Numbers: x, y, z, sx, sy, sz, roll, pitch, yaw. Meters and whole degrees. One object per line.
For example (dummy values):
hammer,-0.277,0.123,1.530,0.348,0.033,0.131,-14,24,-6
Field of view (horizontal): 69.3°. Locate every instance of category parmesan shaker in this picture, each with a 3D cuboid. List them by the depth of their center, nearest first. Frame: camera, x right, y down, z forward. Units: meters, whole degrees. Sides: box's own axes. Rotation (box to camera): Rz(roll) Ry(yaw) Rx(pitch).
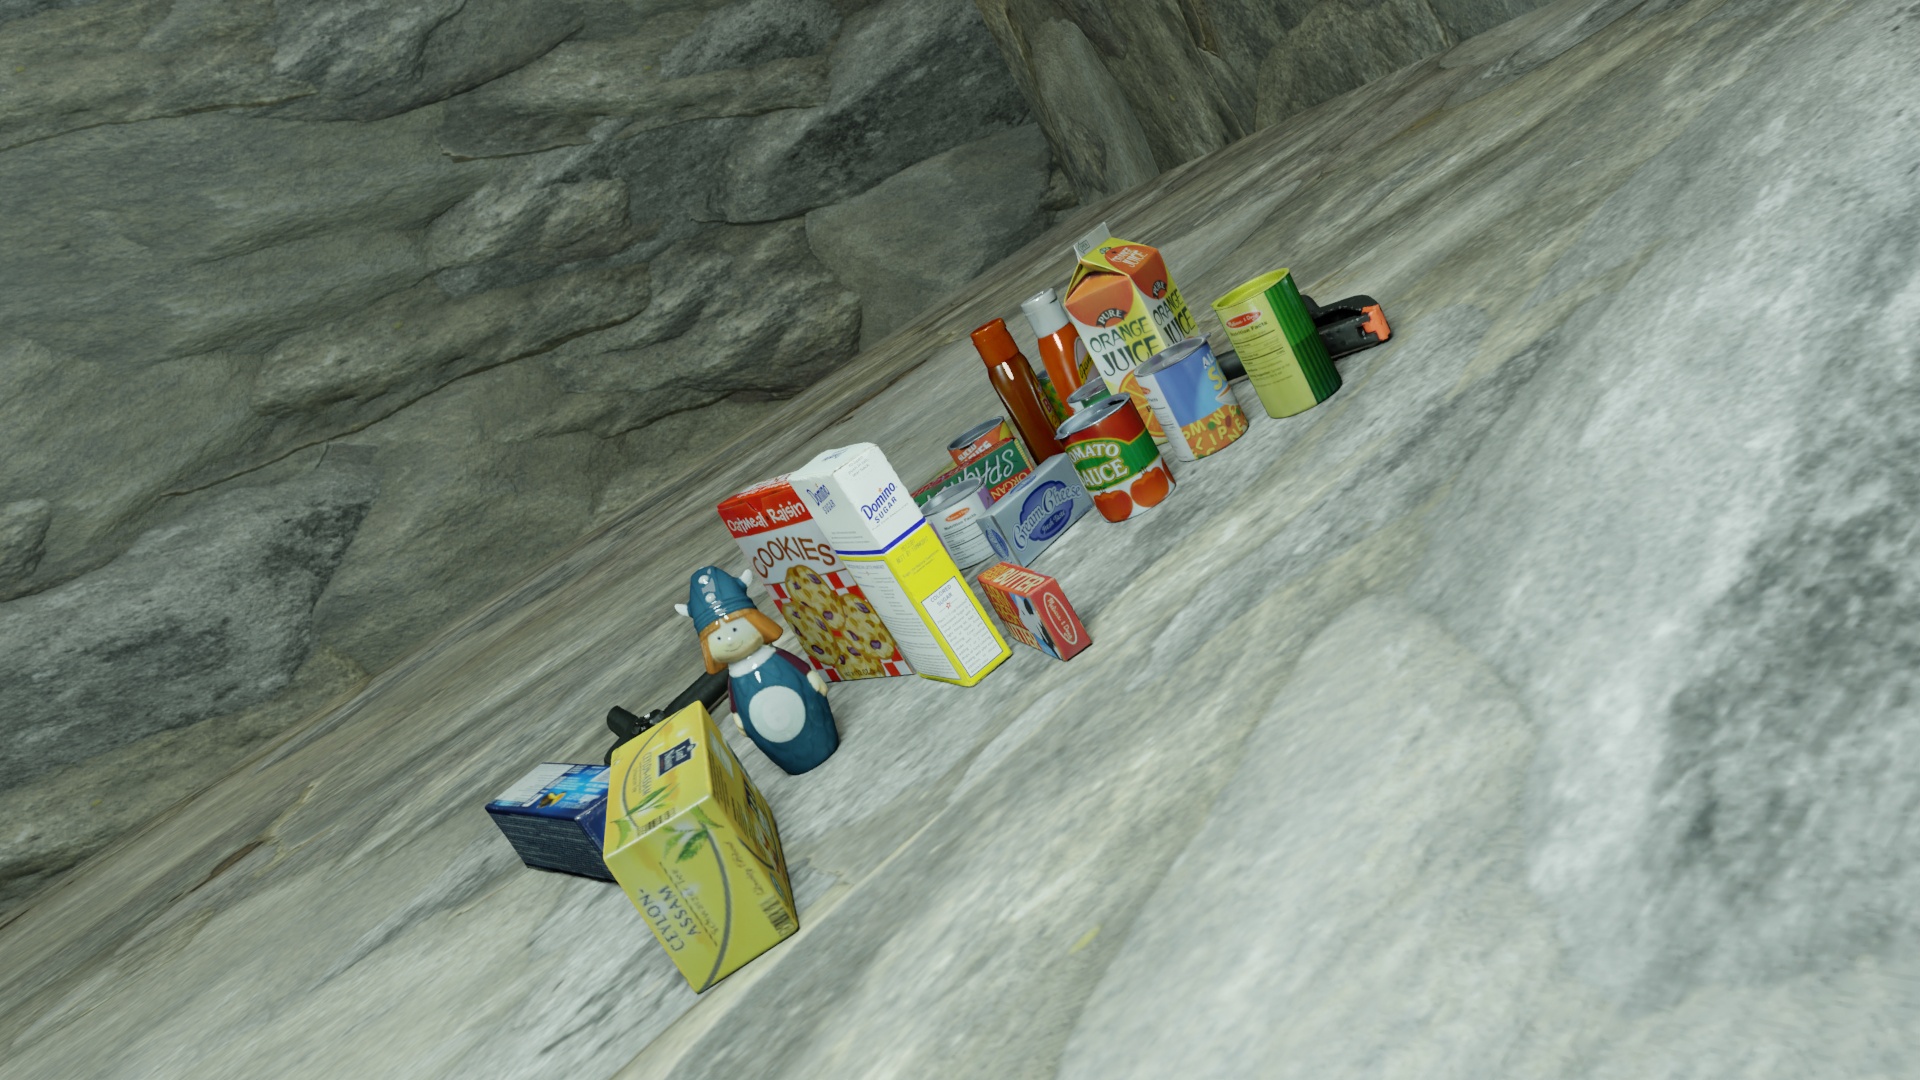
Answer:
parmesan shaker,0.254,-0.158,1.120,0.071,0.103,0.071,-28,14,8

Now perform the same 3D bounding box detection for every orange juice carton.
orange juice carton,0.157,-0.185,1.223,0.073,0.192,0.072,-19,18,39

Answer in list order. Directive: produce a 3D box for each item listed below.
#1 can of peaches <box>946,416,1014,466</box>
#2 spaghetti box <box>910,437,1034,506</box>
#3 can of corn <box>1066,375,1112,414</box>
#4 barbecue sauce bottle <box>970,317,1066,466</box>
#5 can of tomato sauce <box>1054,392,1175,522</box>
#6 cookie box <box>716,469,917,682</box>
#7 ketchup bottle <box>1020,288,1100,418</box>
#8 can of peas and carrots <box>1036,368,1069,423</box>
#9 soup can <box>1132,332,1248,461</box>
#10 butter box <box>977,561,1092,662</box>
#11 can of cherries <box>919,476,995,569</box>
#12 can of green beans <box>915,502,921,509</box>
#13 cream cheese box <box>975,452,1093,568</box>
can of peaches,0.028,-0.084,1.407,0.071,0.058,0.071,-28,14,8
spaghetti box,-0.043,-0.017,1.332,0.250,0.050,0.029,-31,14,-5
can of corn,0.145,-0.124,1.312,0.071,0.058,0.071,-28,14,8
barbecue sauce bottle,0.060,-0.148,1.378,0.043,0.148,0.065,-27,14,12
can of tomato sauce,0.122,-0.064,1.100,0.071,0.083,0.071,-28,14,8
cookie box,-0.101,0.028,1.053,0.040,0.167,0.122,-40,17,-35
ketchup bottle,0.109,-0.177,1.380,0.043,0.148,0.065,-18,18,41
can of peas and carrots,0.123,-0.165,1.496,0.071,0.058,0.071,-28,14,8
soup can,0.193,-0.118,1.144,0.071,0.083,0.071,-28,14,8
butter box,0.048,0.046,0.930,0.024,0.053,0.103,-33,14,-12
can of cherries,0.004,-0.015,1.215,0.071,0.058,0.072,-28,14,8
can of green beans,-0.051,0.007,1.248,0.071,0.057,0.071,-28,14,8
cream cheese box,0.062,-0.023,1.138,0.104,0.053,0.024,-40,17,-35
